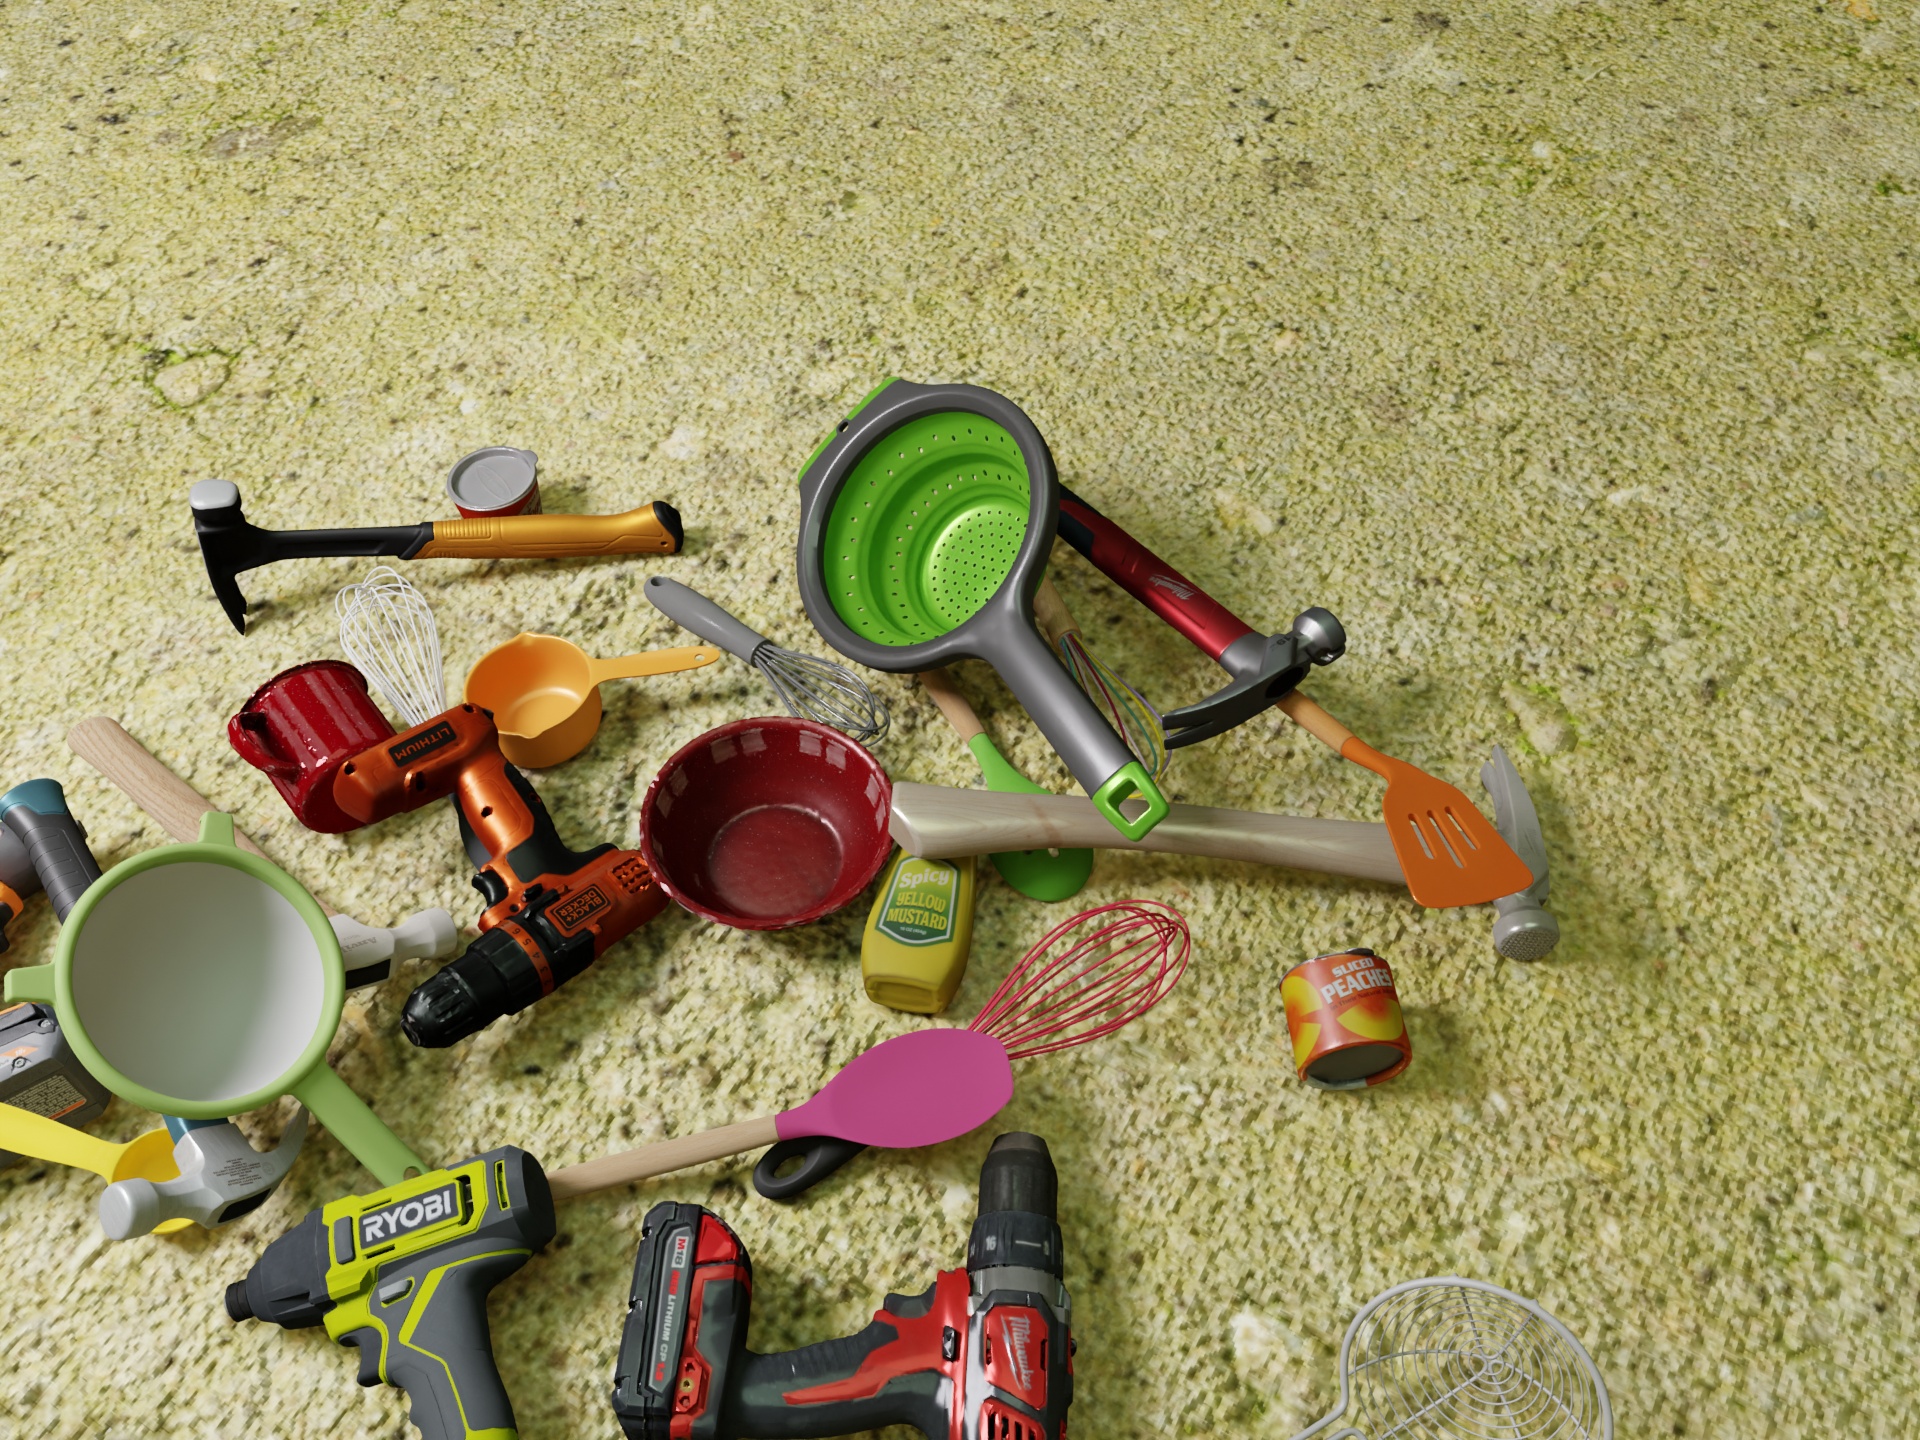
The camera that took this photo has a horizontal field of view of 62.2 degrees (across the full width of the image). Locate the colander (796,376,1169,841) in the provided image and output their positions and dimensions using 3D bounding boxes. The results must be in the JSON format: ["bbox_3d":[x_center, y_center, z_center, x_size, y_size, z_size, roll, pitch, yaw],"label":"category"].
[{"bbox_3d":[0.033,-0.065,1.057,0.204,0.094,0.398,-44,56,13],"label":"colander"}]

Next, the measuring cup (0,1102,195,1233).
[{"bbox_3d":[-0.490,0.240,0.882,0.156,0.029,0.062,24,58,-13],"label":"measuring cup"}]

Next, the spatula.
[{"bbox_3d":[0.233,0.015,1.013,0.081,0.041,0.323,-9,29,-20],"label":"spatula"}]

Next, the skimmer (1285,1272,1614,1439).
[{"bbox_3d":[0.128,0.376,0.754,0.363,0.090,0.127,-20,89,-10],"label":"skimmer"}]

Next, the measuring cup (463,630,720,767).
[{"bbox_3d":[-0.250,-0.017,1.098,0.173,0.052,0.095,-10,52,-8],"label":"measuring cup"}]

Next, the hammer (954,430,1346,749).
[{"bbox_3d":[0.089,-0.121,1.136,0.143,0.038,0.387,-30,48,-18],"label":"hammer"}]

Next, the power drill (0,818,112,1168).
[{"bbox_3d":[-0.593,0.154,0.960,0.164,0.084,0.227,-28,53,-20],"label":"power drill"}]

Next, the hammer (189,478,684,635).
[{"bbox_3d":[-0.375,-0.127,1.172,0.336,0.127,0.034,-4,50,-14],"label":"hammer"}]

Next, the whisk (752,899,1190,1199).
[{"bbox_3d":[0.009,0.191,0.926,0.296,0.073,0.073,-30,57,-12],"label":"whisk"}]

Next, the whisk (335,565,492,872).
[{"bbox_3d":[-0.360,0.001,1.086,0.070,0.070,0.285,-26,60,-17],"label":"whisk"}]

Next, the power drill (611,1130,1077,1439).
[{"bbox_3d":[-0.052,0.301,0.830,0.226,0.080,0.188,4,52,1],"label":"power drill"}]

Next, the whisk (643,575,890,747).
[{"bbox_3d":[-0.143,-0.045,1.122,0.239,0.055,0.055,32,59,29],"label":"whisk"}]

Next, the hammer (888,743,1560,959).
[{"bbox_3d":[0.161,0.064,0.997,0.410,0.038,0.146,5,51,-4],"label":"hammer"}]

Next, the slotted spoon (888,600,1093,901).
[{"bbox_3d":[-0.002,-0.003,1.094,0.070,0.031,0.314,-20,53,-19],"label":"slotted spoon"}]

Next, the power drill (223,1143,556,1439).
[{"bbox_3d":[-0.282,0.344,0.798,0.171,0.080,0.223,-19,53,-3],"label":"power drill"}]

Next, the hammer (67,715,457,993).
[{"bbox_3d":[-0.477,0.080,1.020,0.331,0.031,0.130,29,26,28],"label":"hammer"}]

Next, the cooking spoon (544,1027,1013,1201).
[{"bbox_3d":[-0.126,0.234,0.889,0.319,0.017,0.069,-15,51,2],"label":"cooking spoon"}]

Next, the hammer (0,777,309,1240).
[{"bbox_3d":[-0.485,0.153,0.922,0.331,0.128,0.033,47,110,26],"label":"hammer"}]

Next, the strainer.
[{"bbox_3d":[-0.389,0.187,0.879,0.069,0.256,0.151,-27,19,38],"label":"strainer"}]

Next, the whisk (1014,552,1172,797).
[{"bbox_3d":[0.081,-0.039,1.112,0.051,0.047,0.245,-8,47,-20],"label":"whisk"}]
